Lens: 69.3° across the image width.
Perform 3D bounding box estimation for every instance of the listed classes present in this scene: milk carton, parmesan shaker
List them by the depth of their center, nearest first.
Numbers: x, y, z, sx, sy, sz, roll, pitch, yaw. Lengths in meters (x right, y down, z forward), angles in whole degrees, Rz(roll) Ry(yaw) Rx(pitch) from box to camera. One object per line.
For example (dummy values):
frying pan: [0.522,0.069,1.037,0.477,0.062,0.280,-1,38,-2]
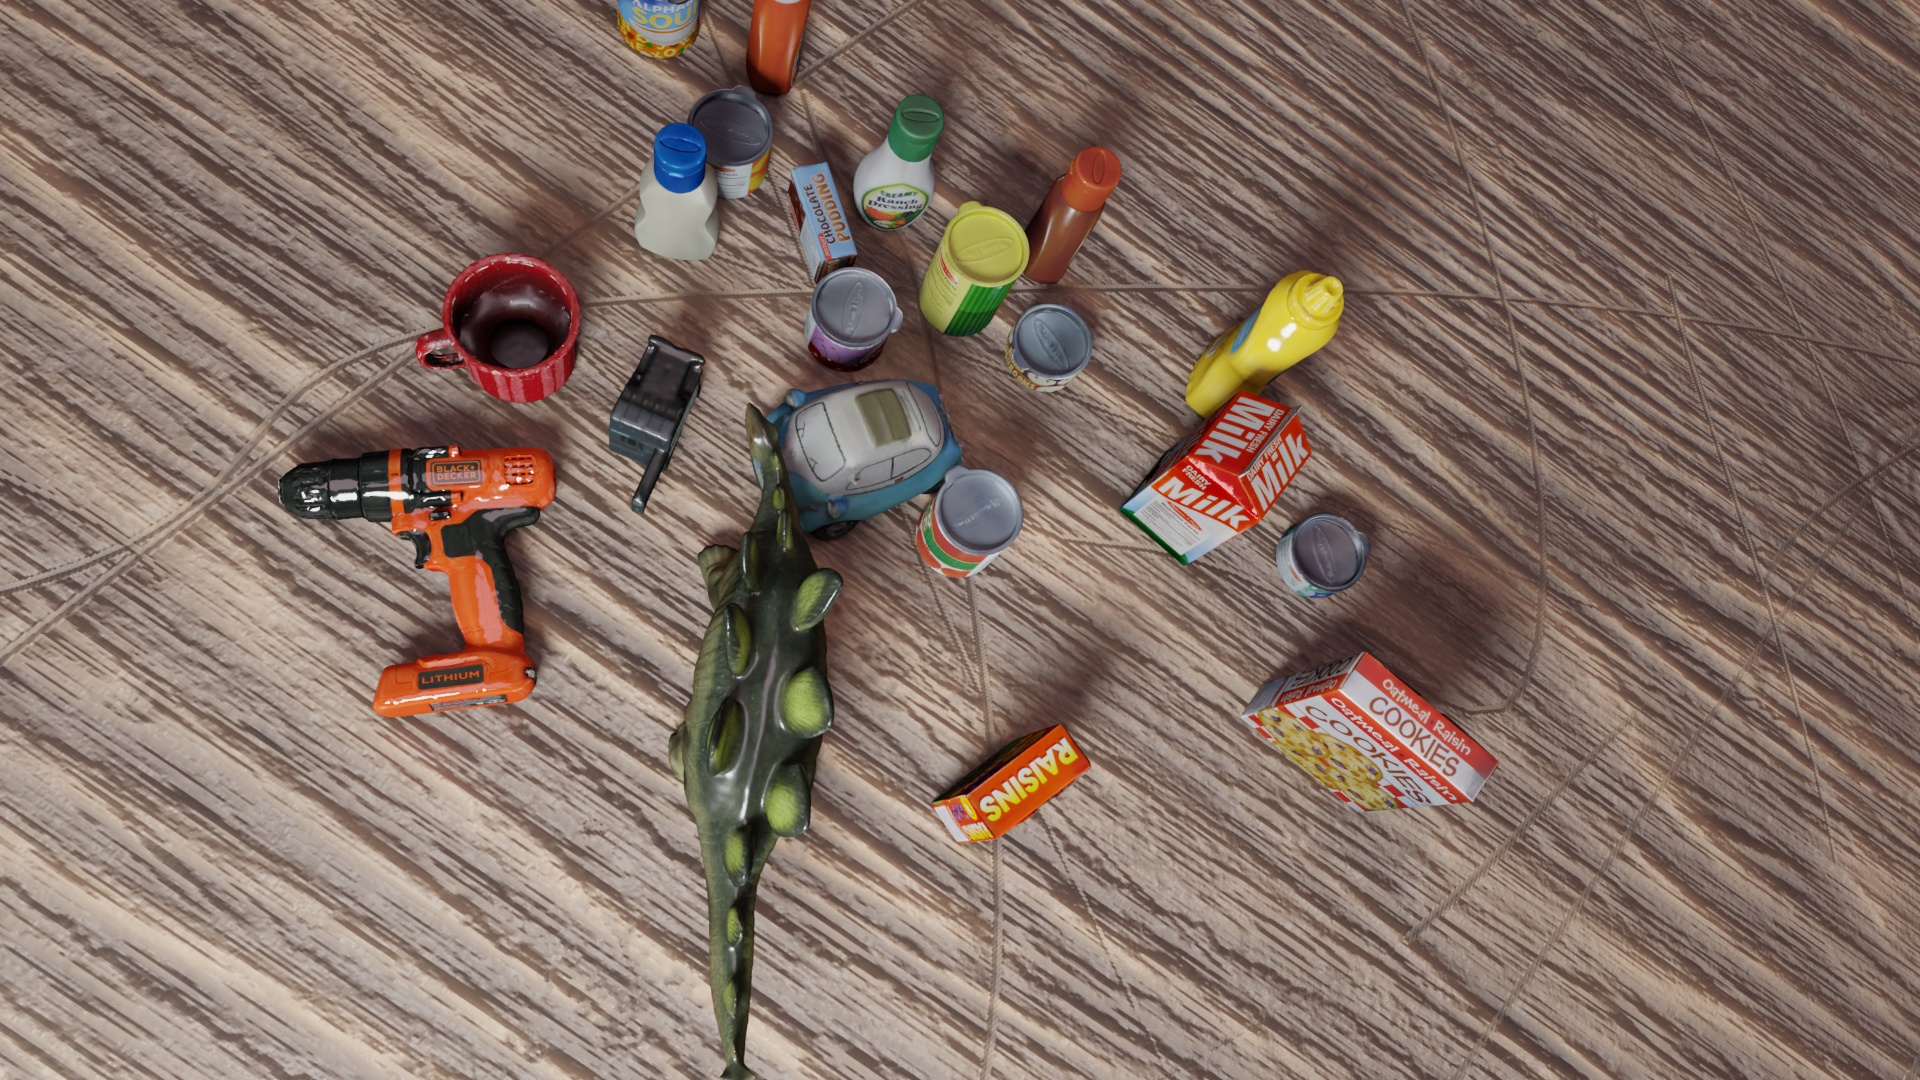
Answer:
milk carton: [0.196,-0.049,1.046,0.073,0.190,0.072,41,71,-1]
parmesan shaker: [0.008,-0.212,1.090,0.071,0.102,0.071,3,76,-12]

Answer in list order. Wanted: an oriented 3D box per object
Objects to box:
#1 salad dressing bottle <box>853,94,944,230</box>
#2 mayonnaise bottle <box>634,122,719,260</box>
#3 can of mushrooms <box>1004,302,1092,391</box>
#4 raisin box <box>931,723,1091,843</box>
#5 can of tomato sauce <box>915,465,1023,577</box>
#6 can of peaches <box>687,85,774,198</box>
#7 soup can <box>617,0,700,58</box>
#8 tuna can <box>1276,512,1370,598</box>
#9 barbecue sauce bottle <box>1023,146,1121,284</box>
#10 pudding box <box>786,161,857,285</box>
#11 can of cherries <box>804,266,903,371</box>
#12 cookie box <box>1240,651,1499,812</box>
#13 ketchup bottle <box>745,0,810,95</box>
salad dressing bottle: [-0.045,-0.291,1.075,0.064,0.147,0.044,2,76,-12]
mayonnaise bottle: [-0.208,-0.256,1.029,0.065,0.147,0.041,9,75,-11]
can of mushrooms: [0.069,-0.155,1.126,0.071,0.033,0.071,3,75,-12]
raisin box: [0.034,0.175,0.986,0.086,0.123,0.040,-34,86,-18]
can of tomato sauce: [0.004,-0.013,1.049,0.071,0.083,0.071,3,76,-12]
can of peaches: [-0.182,-0.314,1.097,0.071,0.058,0.071,3,75,-12]
soup can: [-0.238,-0.431,1.101,0.071,0.083,0.071,3,76,-12]
tuna can: [0.296,0.012,1.136,0.071,0.032,0.071,3,75,-12]
barbecue sauce bottle: [0.086,-0.259,1.097,0.044,0.148,0.065,13,74,-9]
pudding box: [-0.111,-0.251,1.102,0.030,0.049,0.084,-16,80,-16]
can of cherries: [-0.084,-0.170,1.082,0.071,0.058,0.071,3,75,-12]
cookie box: [0.298,0.145,1.031,0.123,0.167,0.040,39,71,-1]
ketchup bottle: [-0.141,-0.413,1.084,0.043,0.148,0.065,5,75,-12]
